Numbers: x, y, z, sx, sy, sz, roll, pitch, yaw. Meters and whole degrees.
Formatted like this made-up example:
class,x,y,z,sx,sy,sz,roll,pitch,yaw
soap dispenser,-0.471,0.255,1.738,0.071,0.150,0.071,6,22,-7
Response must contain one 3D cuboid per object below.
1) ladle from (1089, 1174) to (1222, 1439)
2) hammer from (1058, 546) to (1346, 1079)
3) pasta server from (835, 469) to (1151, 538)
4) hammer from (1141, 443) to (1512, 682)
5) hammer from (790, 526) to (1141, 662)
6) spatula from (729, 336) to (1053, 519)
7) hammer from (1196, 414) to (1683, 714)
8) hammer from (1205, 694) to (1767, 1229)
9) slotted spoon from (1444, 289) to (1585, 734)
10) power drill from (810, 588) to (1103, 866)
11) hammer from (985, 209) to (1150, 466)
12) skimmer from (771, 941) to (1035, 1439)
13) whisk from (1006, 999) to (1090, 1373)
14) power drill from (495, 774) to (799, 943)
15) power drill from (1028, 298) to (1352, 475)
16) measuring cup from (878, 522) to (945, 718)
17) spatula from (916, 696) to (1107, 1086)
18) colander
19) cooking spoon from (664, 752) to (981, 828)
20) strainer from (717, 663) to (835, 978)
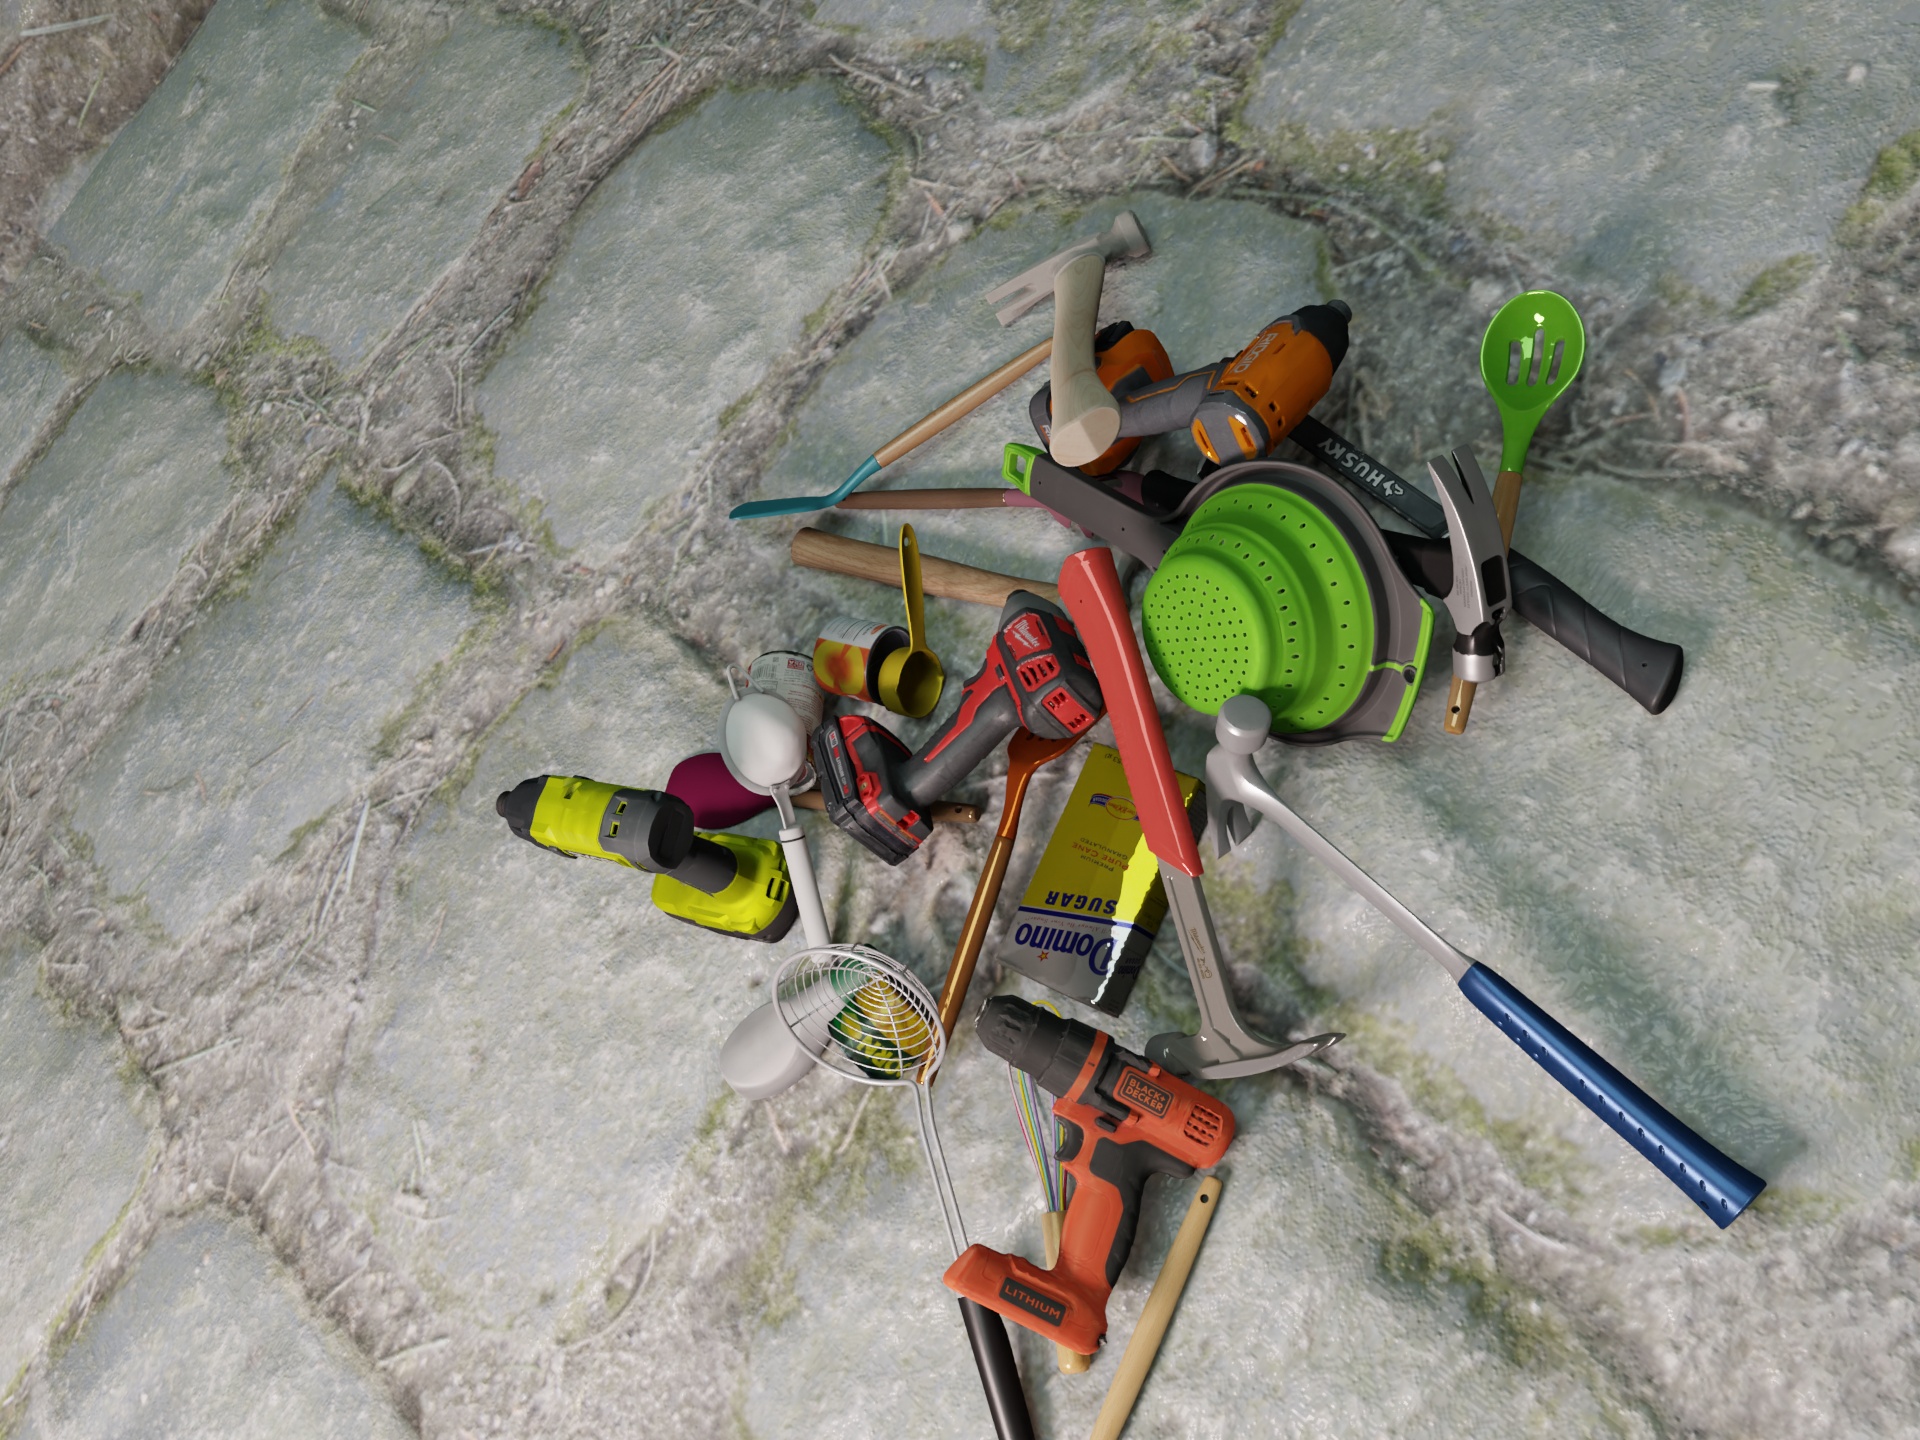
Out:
class,x,y,z,sx,sy,sz,roll,pitch,yaw
ladle,0.097,0.437,1.010,0.069,0.031,0.315,22,79,21
hammer,0.138,0.055,1.048,0.149,0.036,0.359,-24,77,47
pasta server,0.022,-0.182,1.327,0.316,0.040,0.060,5,72,36
hammer,0.239,-0.136,1.106,0.035,0.146,0.335,-25,28,-25
hammer,-0.012,-0.115,1.312,0.331,0.031,0.130,16,77,34
spatula,-0.056,-0.248,1.375,0.317,0.044,0.082,-32,14,6
hammer,0.333,-0.136,1.120,0.149,0.036,0.409,-47,54,5
hammer,0.302,0.150,0.978,0.035,0.144,0.406,-35,60,-22
slotted spoon,0.362,-0.141,1.069,0.070,0.031,0.314,8,78,33
power drill,-0.002,-0.004,1.192,0.219,0.078,0.143,-36,40,15
hammer,0.079,-0.285,1.208,0.146,0.038,0.411,-25,28,19
skimmer,-0.030,0.322,1.052,0.127,0.090,0.363,-31,69,37
whisk,0.064,0.310,1.076,0.047,0.051,0.245,-14,66,18
power drill,-0.236,0.100,1.228,0.171,0.223,0.080,7,72,32
power drill,0.178,-0.253,1.188,0.227,0.084,0.164,9,49,50
measuring cup,-0.045,-0.079,1.266,0.029,0.062,0.156,6,106,38
spatula,0.032,0.113,1.166,0.081,0.041,0.323,4,69,46
colander,0.137,-0.105,1.117,0.397,0.094,0.204,36,133,38
cooking spoon,-0.122,0.064,1.305,0.319,0.017,0.069,3,69,31
strainer,-0.129,0.079,1.225,0.050,0.087,0.258,-8,99,43
